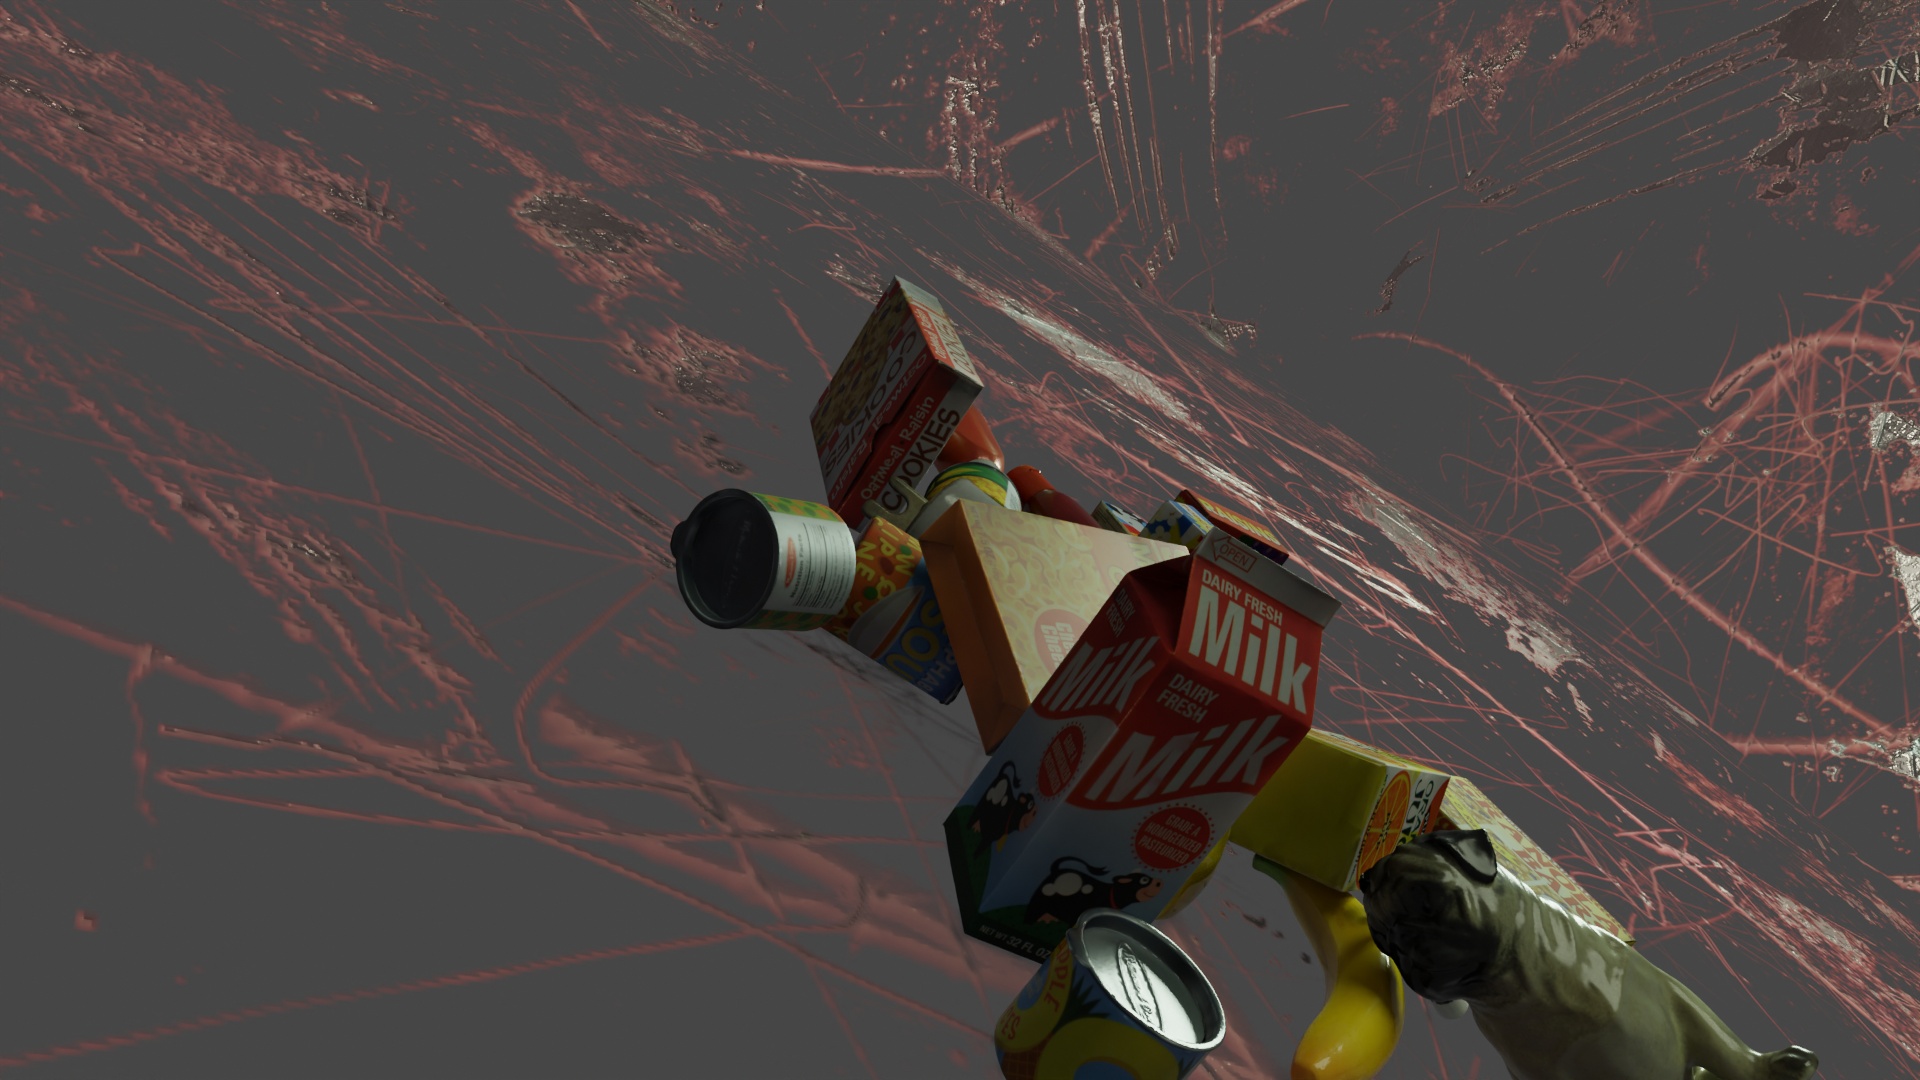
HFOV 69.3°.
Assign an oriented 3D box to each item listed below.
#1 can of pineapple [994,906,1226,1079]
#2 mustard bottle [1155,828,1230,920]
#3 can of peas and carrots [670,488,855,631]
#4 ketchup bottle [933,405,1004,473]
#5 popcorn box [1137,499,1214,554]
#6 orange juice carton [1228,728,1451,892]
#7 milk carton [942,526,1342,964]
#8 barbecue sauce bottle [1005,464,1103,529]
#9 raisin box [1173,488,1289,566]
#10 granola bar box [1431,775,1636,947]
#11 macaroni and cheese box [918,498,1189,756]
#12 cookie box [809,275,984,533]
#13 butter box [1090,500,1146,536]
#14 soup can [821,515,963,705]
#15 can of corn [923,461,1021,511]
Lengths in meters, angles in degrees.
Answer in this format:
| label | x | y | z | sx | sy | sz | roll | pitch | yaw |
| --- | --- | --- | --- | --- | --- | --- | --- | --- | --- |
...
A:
| label | x | y | z | sx | sy | sz | roll | pitch | yaw |
| --- | --- | --- | --- | --- | --- | --- | --- | --- | --- |
| can of pineapple | 0.053 | 0.179 | 0.513 | 0.071 | 0.057 | 0.071 | 31 | 18 | -11 |
| mustard bottle | 0.109 | 0.142 | 0.720 | 0.065 | 0.048 | 0.160 | 37 | 18 | 12 |
| can of peas and carrots | -0.095 | 0.010 | 0.672 | 0.071 | 0.070 | 0.059 | 45 | 20 | 30 |
| ketchup bottle | 0.006 | -0.063 | 1.071 | 0.065 | 0.043 | 0.149 | 25 | 20 | -25 |
| popcorn box | 0.125 | 0.050 | 0.858 | 0.085 | 0.126 | 0.038 | 46 | 17 | 32 |
| orange juice carton | 0.228 | 0.155 | 0.810 | 0.073 | 0.072 | 0.192 | 20 | 0 | 33 |
| milk carton | 0.075 | 0.084 | 0.578 | 0.072 | 0.190 | 0.074 | 29 | 18 | -20 |
| barbecue sauce bottle | 0.080 | -0.004 | 1.051 | 0.065 | 0.043 | 0.149 | 10 | 29 | -39 |
| raisin box | 0.155 | 0.034 | 0.957 | 0.086 | 0.123 | 0.040 | 23 | 21 | -32 |
| granola bar box | 0.386 | 0.236 | 0.988 | 0.124 | 0.039 | 0.166 | 15 | 27 | -48 |
| macaroni and cheese box | 0.068 | 0.050 | 0.705 | 0.166 | 0.040 | 0.124 | 11 | 48 | -39 |
| cookie box | -0.048 | -0.092 | 0.917 | 0.040 | 0.122 | 0.168 | 26 | 20 | -23 |
| butter box | 0.155 | 0.009 | 1.181 | 0.053 | 0.024 | 0.104 | 20 | 23 | -37 |
| soup can | -0.028 | 0.037 | 0.722 | 0.084 | 0.071 | 0.071 | 32 | 18 | -6 |
| can of corn | 0.003 | -0.011 | 0.902 | 0.071 | 0.071 | 0.058 | 33 | 18 | -7 |
